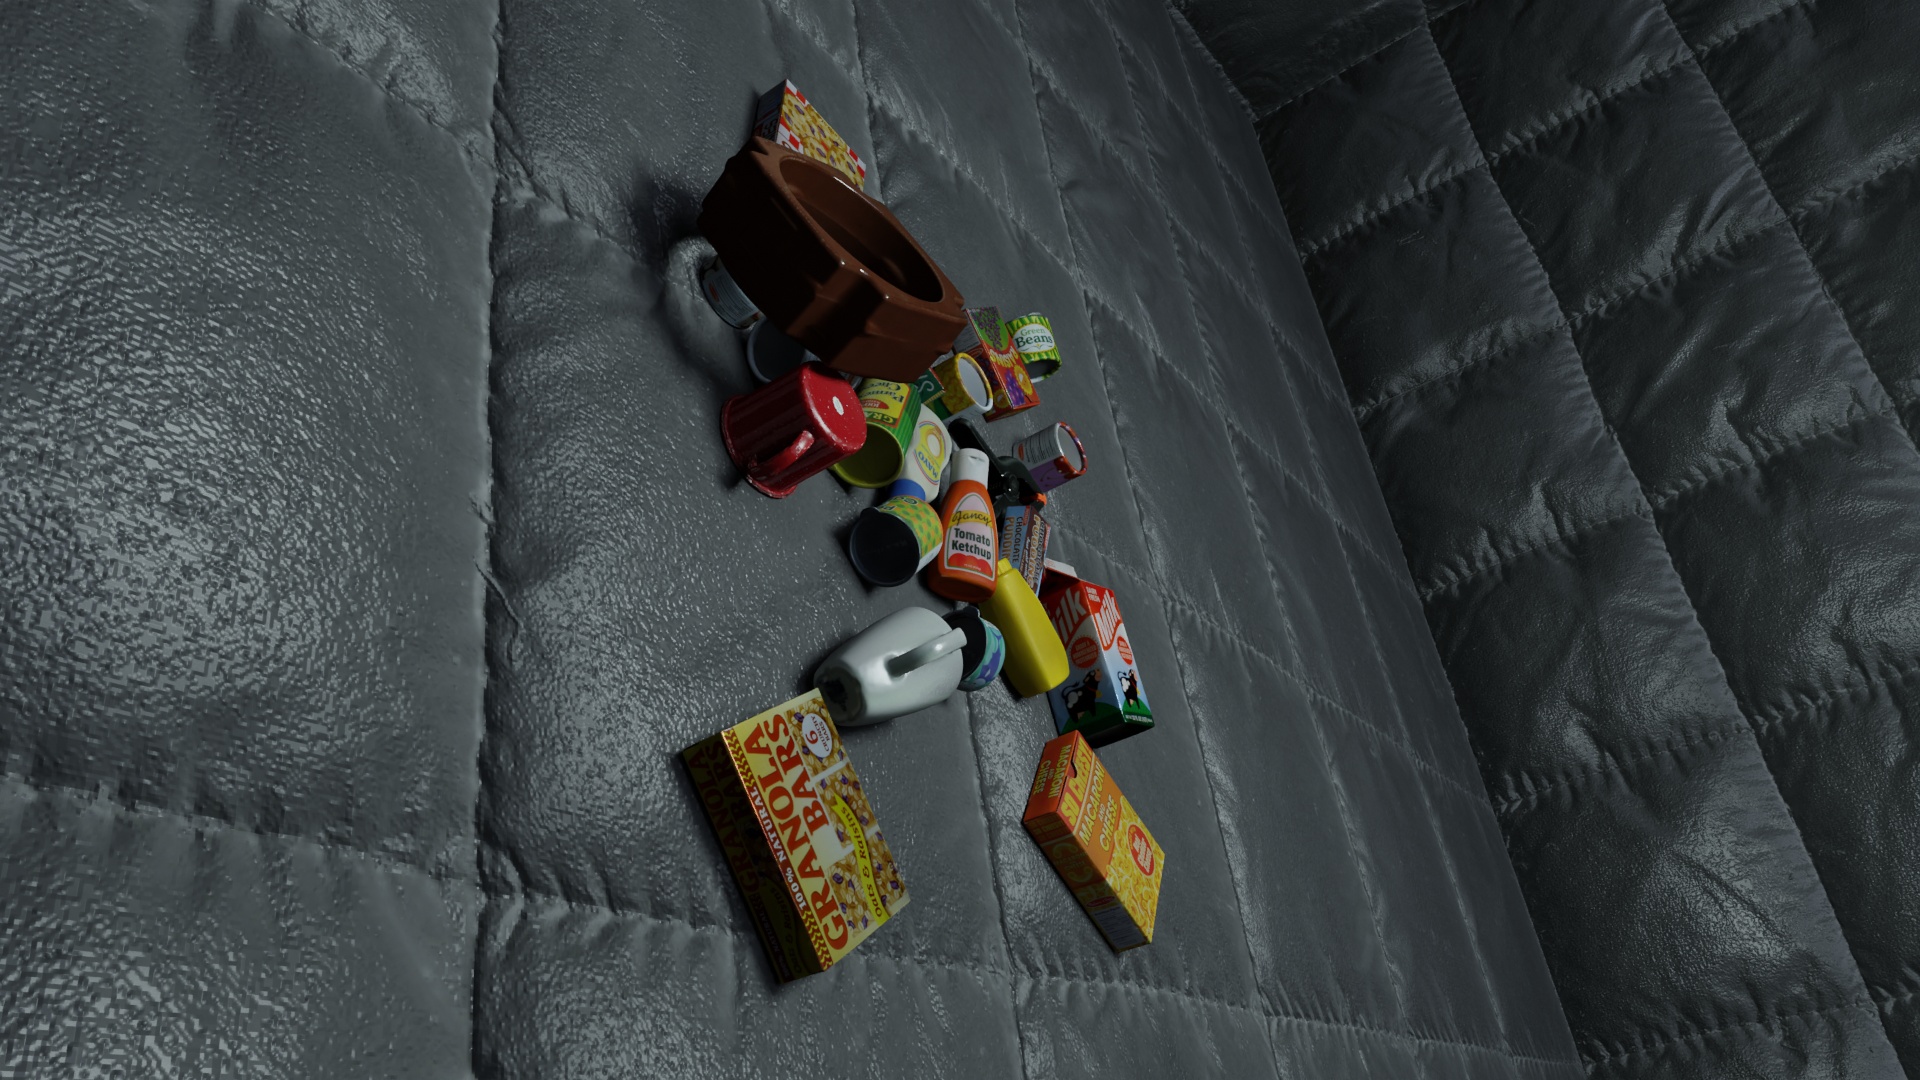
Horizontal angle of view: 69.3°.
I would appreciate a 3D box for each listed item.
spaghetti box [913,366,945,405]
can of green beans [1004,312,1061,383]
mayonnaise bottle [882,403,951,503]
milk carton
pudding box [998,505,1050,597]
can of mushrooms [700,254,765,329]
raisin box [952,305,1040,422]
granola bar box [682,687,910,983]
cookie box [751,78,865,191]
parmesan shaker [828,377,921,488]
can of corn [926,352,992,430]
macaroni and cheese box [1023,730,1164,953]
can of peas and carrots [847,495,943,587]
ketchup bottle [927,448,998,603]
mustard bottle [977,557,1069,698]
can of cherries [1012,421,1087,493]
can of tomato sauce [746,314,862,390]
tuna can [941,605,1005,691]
[{"bbox_3d":[-0.103,-0.223,1.295,0.249,0.050,0.029,52,9,-26],"label":"spaghetti box"},{"bbox_3d":[0.079,-0.222,1.618,0.071,0.071,0.058,14,55,-57],"label":"can of green beans"},{"bbox_3d":[-0.044,-0.064,1.283,0.064,0.041,0.149,52,28,-27],"label":"mayonnaise bottle"},{"bbox_3d":[0.124,0.108,1.402,0.072,0.073,0.191,19,50,-55],"label":"milk carton"},{"bbox_3d":[0.061,0.013,1.388,0.049,0.030,0.084,47,48,-50],"label":"pudding box"},{"bbox_3d":[-0.184,-0.216,1.171,0.071,0.033,0.071,41,34,-37],"label":"can of mushrooms"},{"bbox_3d":[0.036,-0.198,1.549,0.123,0.040,0.086,65,25,1],"label":"raisin box"},{"bbox_3d":[-0.109,0.195,0.939,0.124,0.039,0.165,-18,83,-64],"label":"granola bar box"},{"bbox_3d":[-0.149,-0.351,1.345,0.122,0.040,0.168,43,34,-36],"label":"cookie box"},{"bbox_3d":[-0.077,-0.100,1.228,0.071,0.071,0.103,52,26,-23],"label":"parmesan shaker"},{"bbox_3d":[-0.010,-0.151,1.402,0.071,0.058,0.071,43,33,-37],"label":"can of corn"},{"bbox_3d":[0.129,0.279,1.297,0.166,0.040,0.124,56,27,-17],"label":"macaroni and cheese box"},{"bbox_3d":[-0.056,-0.003,1.179,0.071,0.071,0.059,62,25,-6],"label":"can of peas and carrots"},{"bbox_3d":[0.005,-0.016,1.299,0.065,0.043,0.149,16,55,-19],"label":"ketchup bottle"},{"bbox_3d":[0.049,0.069,1.327,0.160,0.048,0.065,64,28,1],"label":"mustard bottle"},{"bbox_3d":[0.102,-0.092,1.554,0.071,0.058,0.072,42,34,-37],"label":"can of cherries"},{"bbox_3d":[-0.132,-0.158,1.180,0.083,0.071,0.071,6,62,-60],"label":"can of tomato sauce"},{"bbox_3d":[0.004,0.094,1.201,0.033,0.071,0.071,32,41,-50],"label":"tuna can"}]
